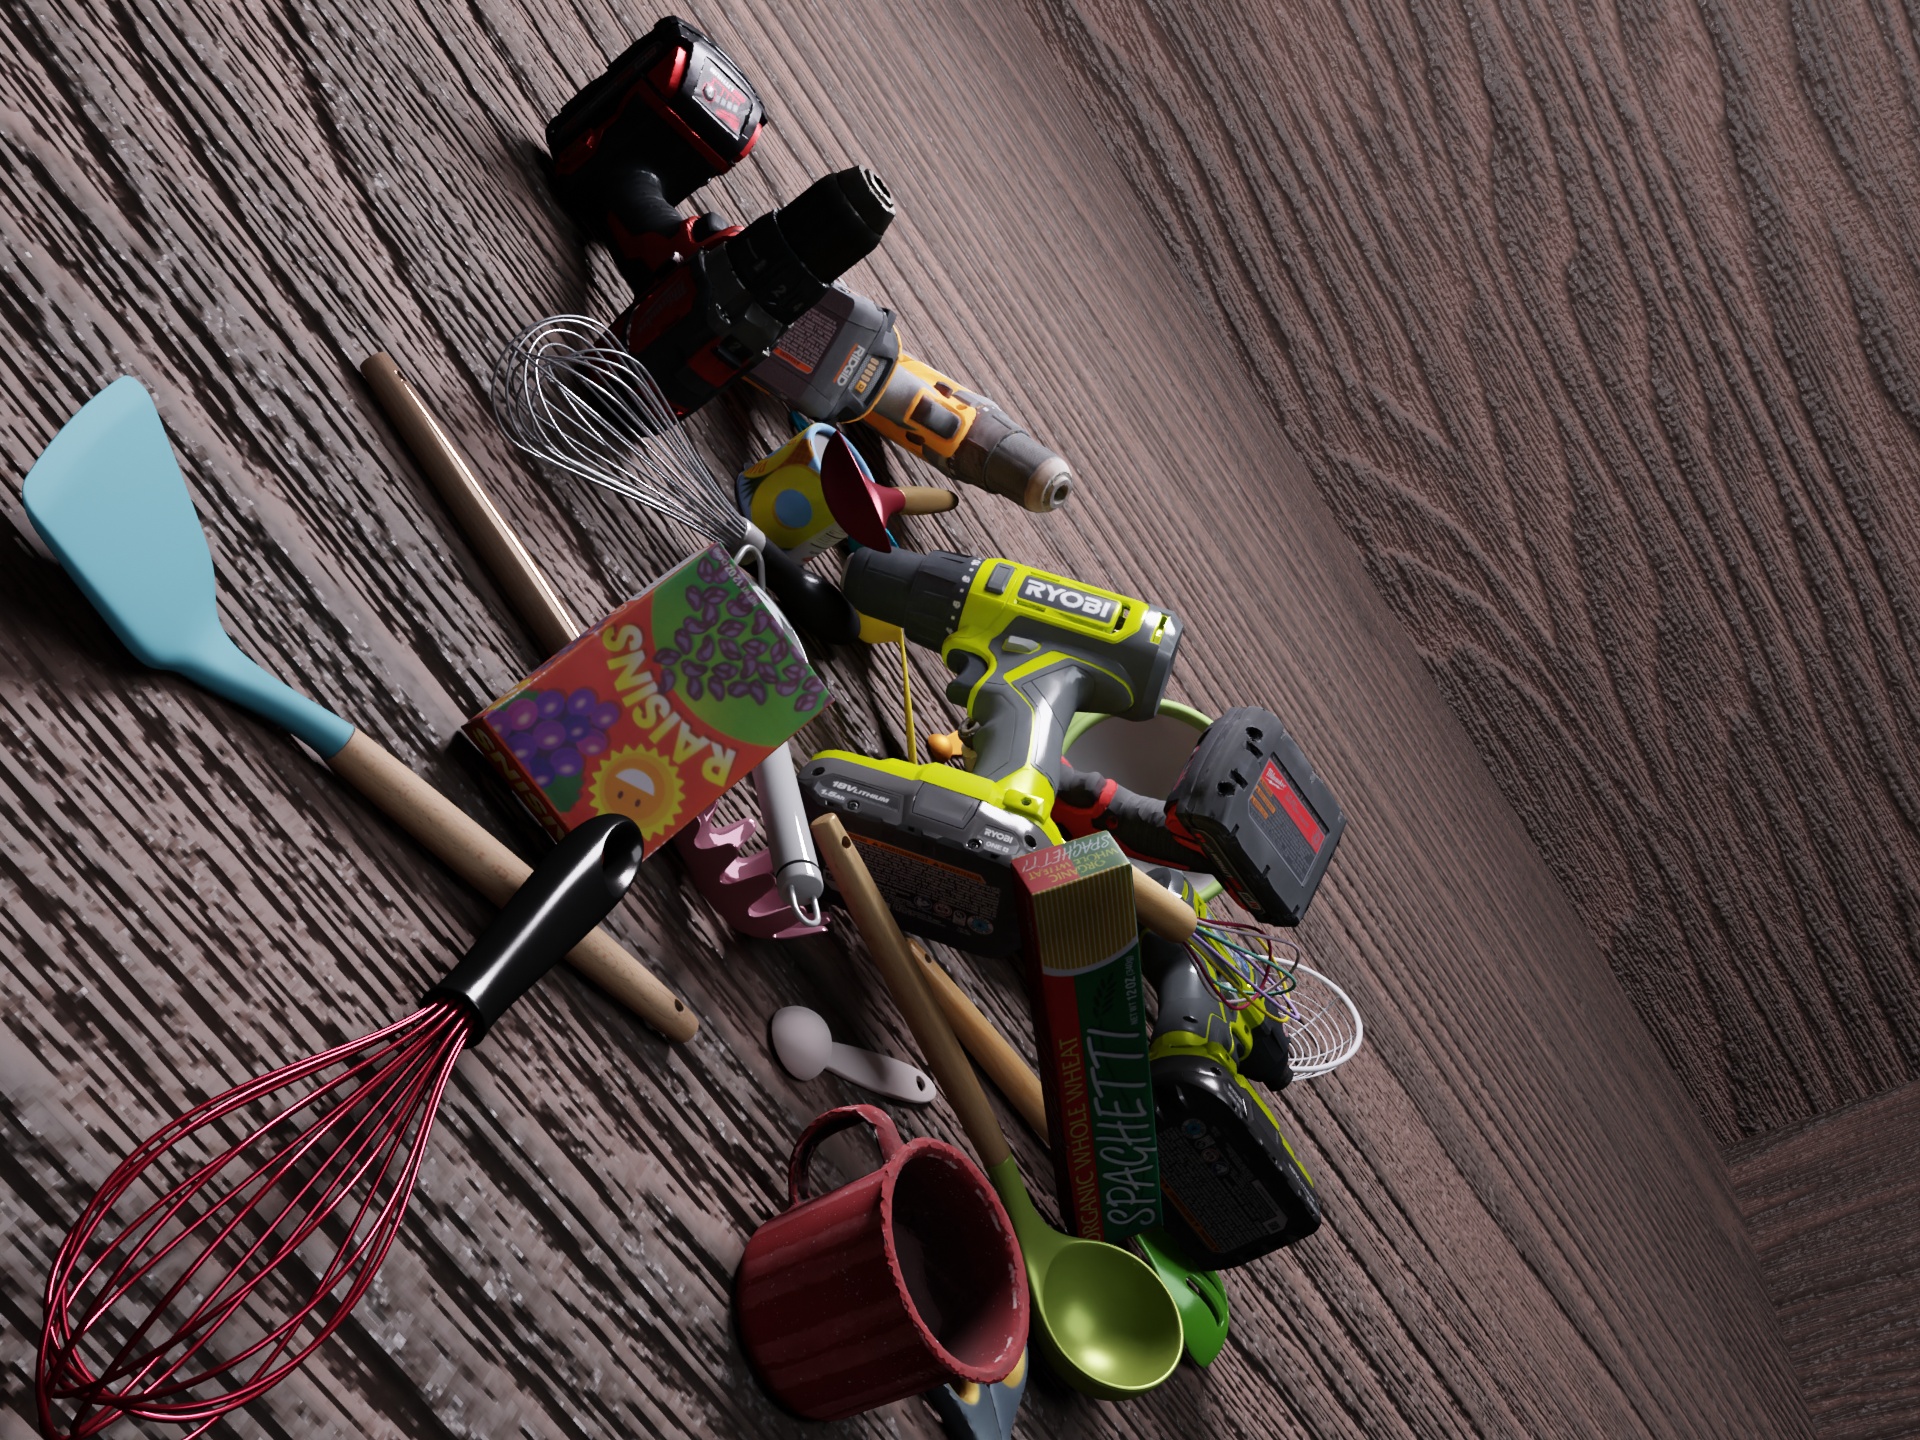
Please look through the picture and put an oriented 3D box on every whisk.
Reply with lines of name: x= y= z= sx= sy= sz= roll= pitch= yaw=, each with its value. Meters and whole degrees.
whisk: x=0.122 y=0.110 z=0.835 sx=0.244 sy=0.051 sz=0.047 roll=36 pitch=65 yaw=-48
whisk: x=-0.135 y=-0.110 z=0.831 sx=0.284 sy=0.070 sz=0.070 roll=41 pitch=29 yaw=-49
whisk: x=-0.166 y=0.102 z=0.488 sx=0.073 sy=0.073 sz=0.296 roll=55 pitch=26 yaw=-12

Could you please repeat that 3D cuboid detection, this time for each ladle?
ladle: x=-0.034 y=-0.132 z=0.945 sx=0.315 sy=0.031 sz=0.069 roll=-36 pitch=103 yaw=-78
ladle: x=0.016 y=0.181 z=0.743 sx=0.320 sy=0.062 sz=0.078 roll=64 pitch=34 yaw=-13

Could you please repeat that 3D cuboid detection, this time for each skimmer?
skimmer: x=0.160 y=0.092 z=1.148 sx=0.127 sy=0.090 sz=0.363 roll=-18 pitch=75 yaw=-37

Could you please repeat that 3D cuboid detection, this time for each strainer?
strainer: x=0.091 y=0.024 z=1.106 sx=0.256 sy=0.151 sz=0.069 roll=50 pitch=-14 yaw=9
strainer: x=-0.094 y=0.003 z=0.738 sx=0.086 sy=0.050 sz=0.259 roll=38 pitch=20 yaw=-37

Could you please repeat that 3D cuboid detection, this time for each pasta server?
pasta server: x=-0.161 y=-0.029 z=0.701 sx=0.316 sy=0.040 sz=0.060 roll=57 pitch=5 yaw=-6

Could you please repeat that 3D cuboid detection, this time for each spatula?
spatula: x=-0.195 y=0.021 z=0.568 sx=0.317 sy=0.044 sz=0.082 roll=48 pitch=23 yaw=-30

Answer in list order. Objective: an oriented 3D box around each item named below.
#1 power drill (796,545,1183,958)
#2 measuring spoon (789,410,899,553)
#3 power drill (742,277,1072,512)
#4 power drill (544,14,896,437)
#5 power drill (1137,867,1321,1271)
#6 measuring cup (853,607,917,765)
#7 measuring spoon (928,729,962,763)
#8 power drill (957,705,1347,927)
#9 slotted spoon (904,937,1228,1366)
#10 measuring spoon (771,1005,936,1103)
power drill: x=-0.001 y=-0.003 z=0.831 sx=0.080 sy=0.190 sz=0.229 roll=98 pitch=14 yaw=-46
measuring spoon: x=-0.082 y=-0.146 z=1.031 sx=0.129 sy=0.021 sz=0.042 roll=57 pitch=23 yaw=14
power drill: x=-0.037 y=-0.208 z=1.028 sx=0.185 sy=0.084 sz=0.226 roll=37 pitch=10 yaw=30
power drill: x=-0.134 y=-0.280 z=0.862 sx=0.080 sy=0.188 sz=0.227 roll=32 pitch=32 yaw=-49
power drill: x=0.153 y=0.209 z=0.953 sx=0.171 sy=0.080 sz=0.223 roll=53 pitch=21 yaw=-16
measuring cup: x=-0.046 y=-0.027 z=0.948 sx=0.062 sy=0.029 sz=0.157 roll=94 pitch=-12 yaw=-75
measuring spoon: x=0.008 y=0.012 z=1.030 sx=0.021 sy=0.011 sz=0.117 roll=63 pitch=23 yaw=6
power drill: x=0.099 y=0.049 z=0.935 sx=0.143 sy=0.220 sz=0.078 roll=49 pitch=60 yaw=-32
slotted spoon: x=0.062 y=0.235 z=0.867 sx=0.313 sy=0.031 sz=0.070 roll=52 pitch=22 yaw=-16
measuring spoon: x=-0.043 y=0.159 z=0.747 sx=0.124 sy=0.018 sz=0.034 roll=34 pitch=35 yaw=-48
